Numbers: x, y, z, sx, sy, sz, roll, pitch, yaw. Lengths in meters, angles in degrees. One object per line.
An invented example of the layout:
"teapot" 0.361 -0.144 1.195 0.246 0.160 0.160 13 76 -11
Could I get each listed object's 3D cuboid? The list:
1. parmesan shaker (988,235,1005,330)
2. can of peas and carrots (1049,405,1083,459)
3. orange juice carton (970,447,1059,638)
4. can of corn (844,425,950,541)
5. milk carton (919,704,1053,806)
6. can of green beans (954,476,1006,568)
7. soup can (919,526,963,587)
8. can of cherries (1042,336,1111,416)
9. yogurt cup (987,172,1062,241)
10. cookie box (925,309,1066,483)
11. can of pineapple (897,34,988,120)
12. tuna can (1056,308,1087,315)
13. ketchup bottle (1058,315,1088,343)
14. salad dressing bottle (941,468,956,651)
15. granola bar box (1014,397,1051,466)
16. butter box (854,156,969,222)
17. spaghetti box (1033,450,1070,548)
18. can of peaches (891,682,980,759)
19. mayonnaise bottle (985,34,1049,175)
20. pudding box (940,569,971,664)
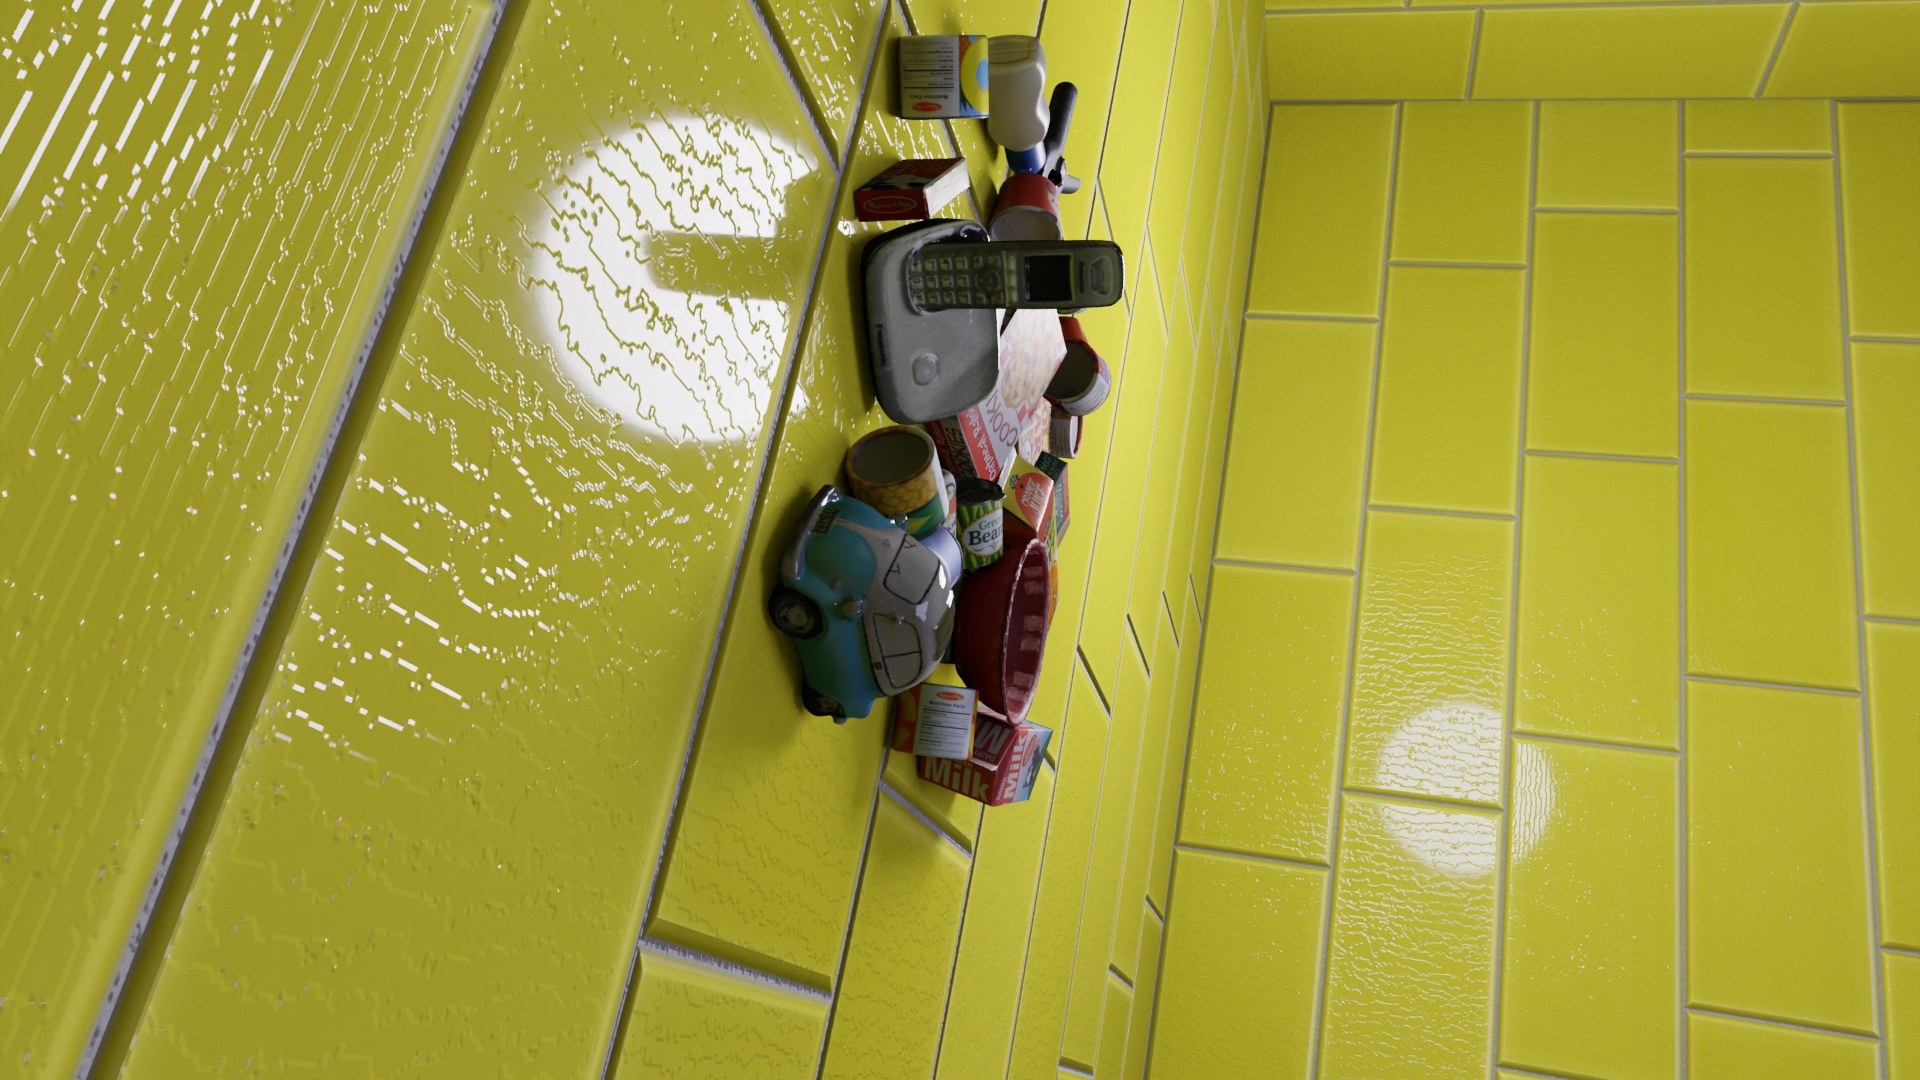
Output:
"parmesan shaker" 0.004 -0.184 1.107 0.071 0.071 0.103 72 27 -53
"can of peas and carrots" 0.094 -0.120 1.443 0.071 0.059 0.071 4 91 -74
"orange juice carton" 0.046 0.005 1.280 0.072 0.073 0.191 -68 159 -46
"can of corn" -0.047 -0.039 0.986 0.058 0.071 0.071 77 24 -45
"milk carton" 0.021 0.190 1.240 0.190 0.072 0.073 27 82 -72
"can of green beans" 0.002 -0.015 1.152 0.071 0.071 0.057 -51 143 -62
"soup can" -0.043 0.026 1.016 0.084 0.071 0.071 -52 144 -61
"can of cherries" 0.104 -0.157 1.319 0.058 0.071 0.071 21 75 -71
"yogurt cup" 0.061 -0.300 1.275 0.072 0.072 0.054 69 22 -56
"cookie box" 0.030 -0.140 1.187 0.168 0.040 0.122 -61 154 -23
"can of pineapple" -0.012 -0.338 1.012 0.071 0.071 0.057 -47 139 -65
"tuna can" 0.110 -0.270 1.448 0.033 0.071 0.071 -29 123 -70
"ketchup bottle" 0.112 -0.193 1.440 0.149 0.043 0.064 -90 179 -73
"salad dressing bottle" -0.028 0.018 1.098 0.064 0.044 0.147 -35 128 -58
"granola bar box" 0.055 -0.140 1.342 0.125 0.039 0.165 -40 133 -66
"butter box" -0.033 -0.251 0.990 0.104 0.053 0.024 -58 146 -58
"spaghetti box" 0.088 -0.031 1.409 0.050 0.029 0.249 -64 170 -10
"can of peaches" -0.020 0.145 1.125 0.071 0.071 0.058 28 68 -72
"mayonnaise bottle" 0.049 -0.379 1.219 0.147 0.065 0.041 65 25 -67
"pudding box" -0.014 0.063 1.182 0.049 0.030 0.083 20 75 -74
